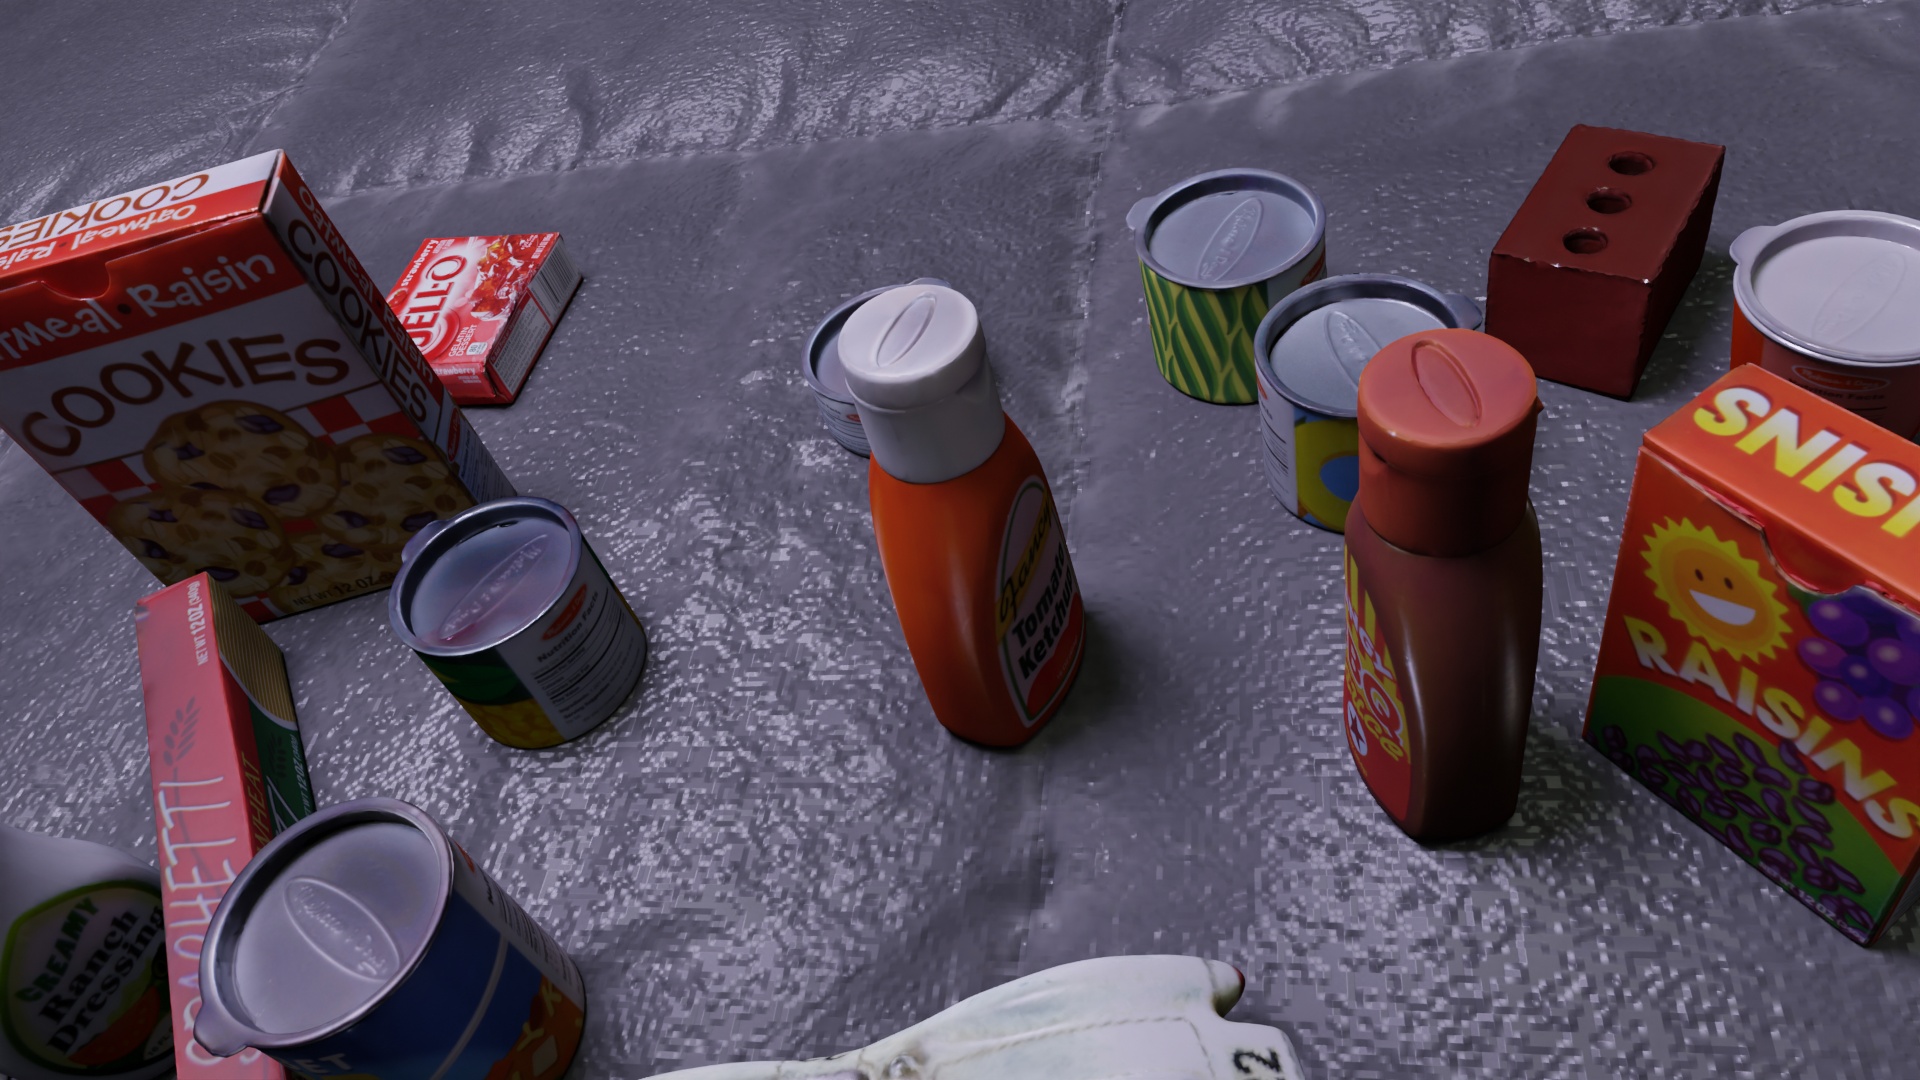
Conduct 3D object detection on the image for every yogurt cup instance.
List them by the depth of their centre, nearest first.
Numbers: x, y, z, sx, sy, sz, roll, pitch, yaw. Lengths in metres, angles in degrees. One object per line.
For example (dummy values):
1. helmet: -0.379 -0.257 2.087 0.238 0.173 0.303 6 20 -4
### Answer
1. yogurt cup: 0.274 -0.060 0.431 0.072 0.053 0.073 -8 48 9

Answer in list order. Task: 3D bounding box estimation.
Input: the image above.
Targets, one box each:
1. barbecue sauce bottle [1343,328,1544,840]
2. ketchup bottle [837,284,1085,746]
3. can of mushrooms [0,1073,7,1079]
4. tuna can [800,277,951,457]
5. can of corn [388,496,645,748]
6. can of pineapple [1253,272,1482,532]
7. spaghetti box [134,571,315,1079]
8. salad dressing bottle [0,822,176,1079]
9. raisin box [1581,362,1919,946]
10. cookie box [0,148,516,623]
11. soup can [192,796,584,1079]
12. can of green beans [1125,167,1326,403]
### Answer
1. barbecue sauce bottle: 0.119 0.014 0.347 0.044 0.147 0.065 -15 48 4
2. ketchup bottle: 0.001 -0.005 0.396 0.043 0.148 0.065 12 54 25
3. can of mushrooms: -0.327 0.171 0.415 0.071 0.033 0.071 -8 48 9
4. tuna can: -0.024 -0.067 0.536 0.071 0.032 0.071 -8 48 9
5. can of corn: -0.150 0.027 0.473 0.071 0.058 0.071 -8 48 9
6. can of pineapple: 0.133 -0.045 0.455 0.071 0.057 0.071 -8 48 9
7. spaghetti box: -0.220 0.107 0.429 0.029 0.050 0.251 -29 48 -9
8. salad dressing bottle: -0.266 0.102 0.381 0.044 0.147 0.064 11 54 24
9. raisin box: 0.199 0.029 0.327 0.040 0.122 0.086 -34 49 -13
10. cookie box: -0.253 -0.044 0.490 0.123 0.166 0.040 -15 48 3
11. soup can: -0.151 0.121 0.374 0.071 0.083 0.072 -8 48 9
12. can of green beans: 0.100 -0.092 0.506 0.071 0.057 0.071 -8 48 9
